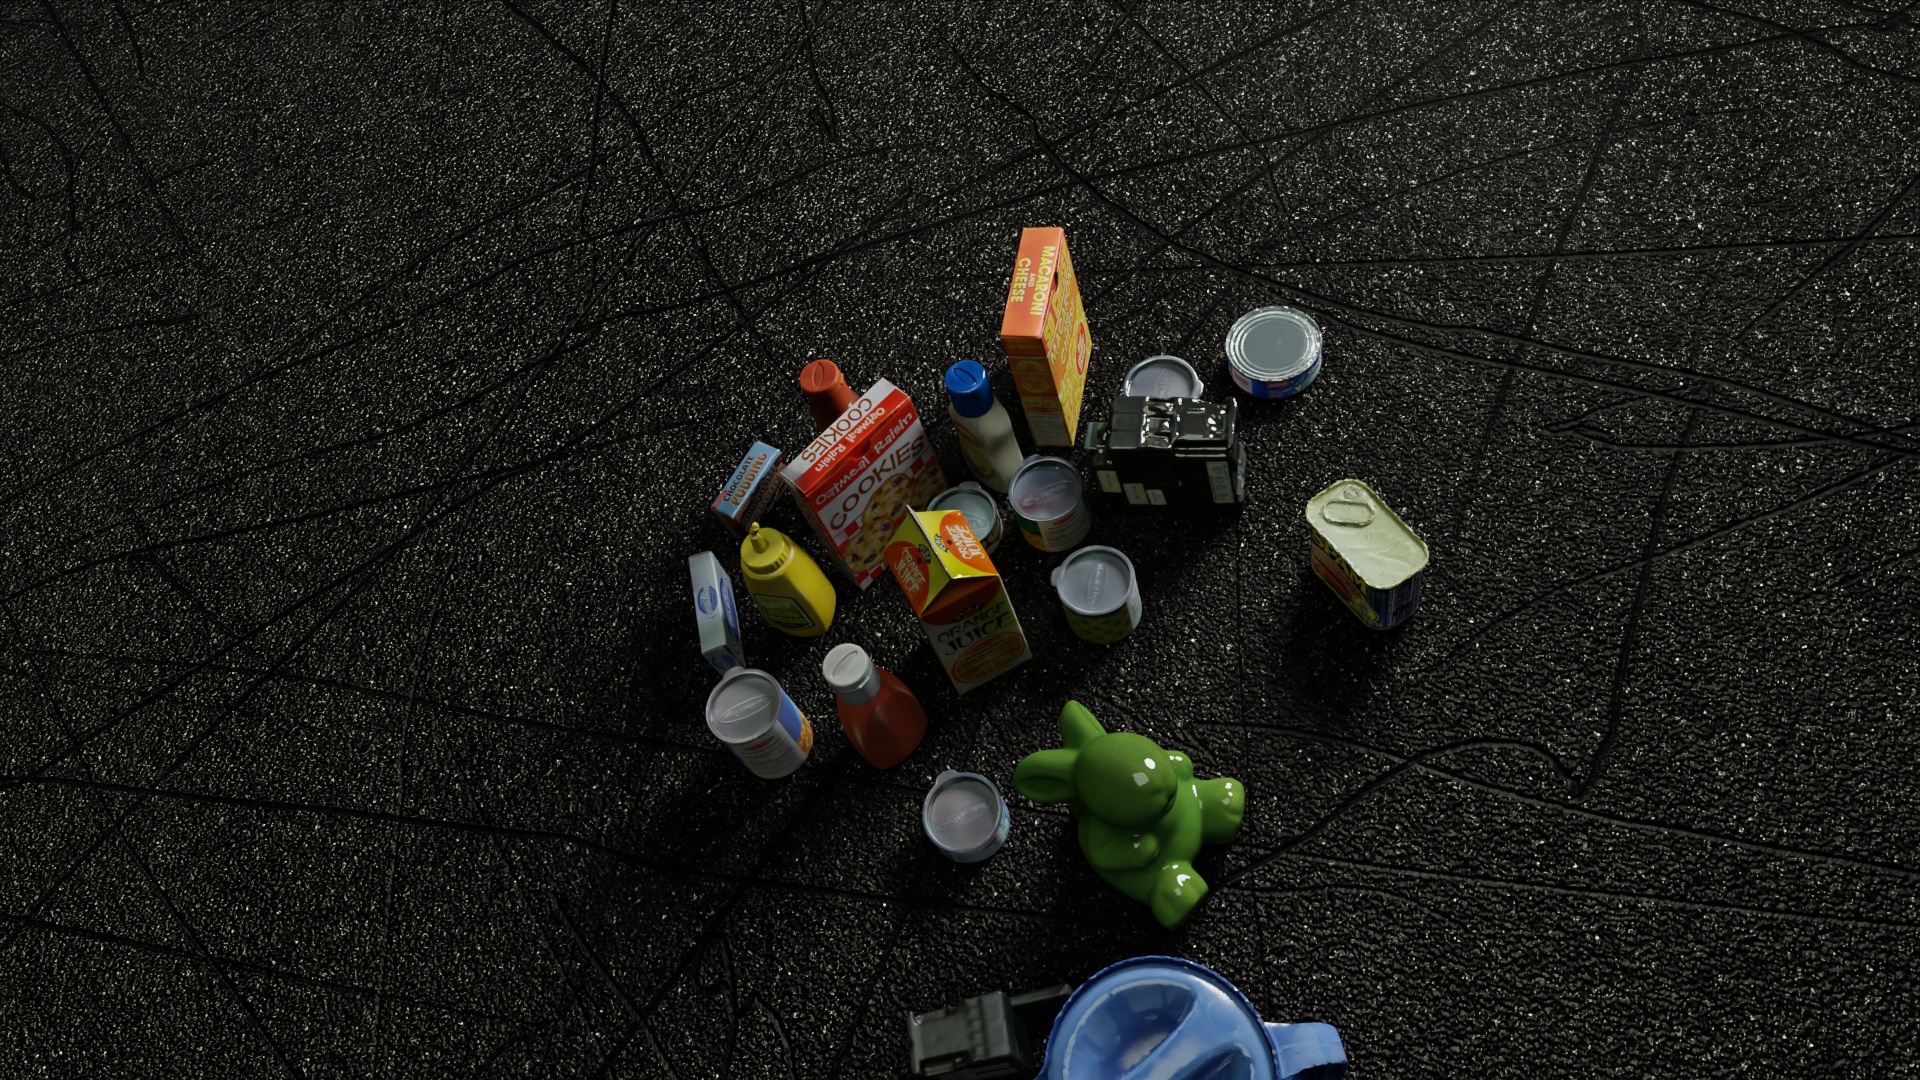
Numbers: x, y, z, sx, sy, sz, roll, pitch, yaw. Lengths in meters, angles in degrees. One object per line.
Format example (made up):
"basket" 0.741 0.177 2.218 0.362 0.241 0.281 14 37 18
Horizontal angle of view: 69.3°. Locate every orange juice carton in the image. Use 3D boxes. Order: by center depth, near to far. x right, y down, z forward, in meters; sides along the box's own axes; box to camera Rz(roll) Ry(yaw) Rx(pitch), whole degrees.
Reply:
"orange juice carton" -0.004 0.045 1.127 0.073 0.192 0.072 -28 57 -3

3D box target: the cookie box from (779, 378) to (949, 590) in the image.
"cookie box" -0.077 -0.046 1.216 0.040 0.166 0.123 37 74 30

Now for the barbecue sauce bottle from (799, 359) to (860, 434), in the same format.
"barbecue sauce bottle" -0.107 -0.107 1.272 0.043 0.148 0.065 -7 58 11

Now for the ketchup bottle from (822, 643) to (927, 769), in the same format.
"ketchup bottle" -0.071 0.131 1.118 0.043 0.148 0.065 36 74 29

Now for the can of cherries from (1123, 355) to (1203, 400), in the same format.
"can of cherries" 0.186 -0.123 1.260 0.071 0.058 0.072 -7 58 11

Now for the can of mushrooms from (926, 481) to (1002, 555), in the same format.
"can of mushrooms" 0.004 -0.016 1.256 0.071 0.033 0.071 -7 58 11

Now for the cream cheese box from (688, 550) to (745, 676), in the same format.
"cream cheese box" -0.220 0.066 1.253 0.024 0.053 0.104 -18 57 4

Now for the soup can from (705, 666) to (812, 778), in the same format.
"soup can" -0.169 0.153 1.169 0.071 0.083 0.071 -7 58 11

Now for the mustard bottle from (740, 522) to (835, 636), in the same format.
"mustard bottle" -0.156 0.030 1.195 0.065 0.159 0.049 4 61 17

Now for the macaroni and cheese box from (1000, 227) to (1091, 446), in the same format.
"macaroni and cheese box" 0.081 -0.182 1.258 0.040 0.165 0.124 3 61 16

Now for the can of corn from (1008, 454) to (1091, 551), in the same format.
"can of corn" 0.079 -0.033 1.233 0.071 0.058 0.071 -7 58 11

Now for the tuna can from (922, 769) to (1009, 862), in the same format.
"tuna can" 0.004 0.221 1.114 0.071 0.032 0.071 -7 58 11

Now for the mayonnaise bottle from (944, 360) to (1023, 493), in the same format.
"mayonnaise bottle" 0.019 -0.102 1.237 0.041 0.147 0.065 -43 59 -12

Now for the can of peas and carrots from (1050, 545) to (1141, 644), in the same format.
"can of peas and carrots" 0.115 0.047 1.175 0.071 0.058 0.071 -7 58 11

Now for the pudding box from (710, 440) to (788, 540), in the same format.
"pudding box" -0.197 -0.047 1.318 0.030 0.049 0.084 21 67 25
